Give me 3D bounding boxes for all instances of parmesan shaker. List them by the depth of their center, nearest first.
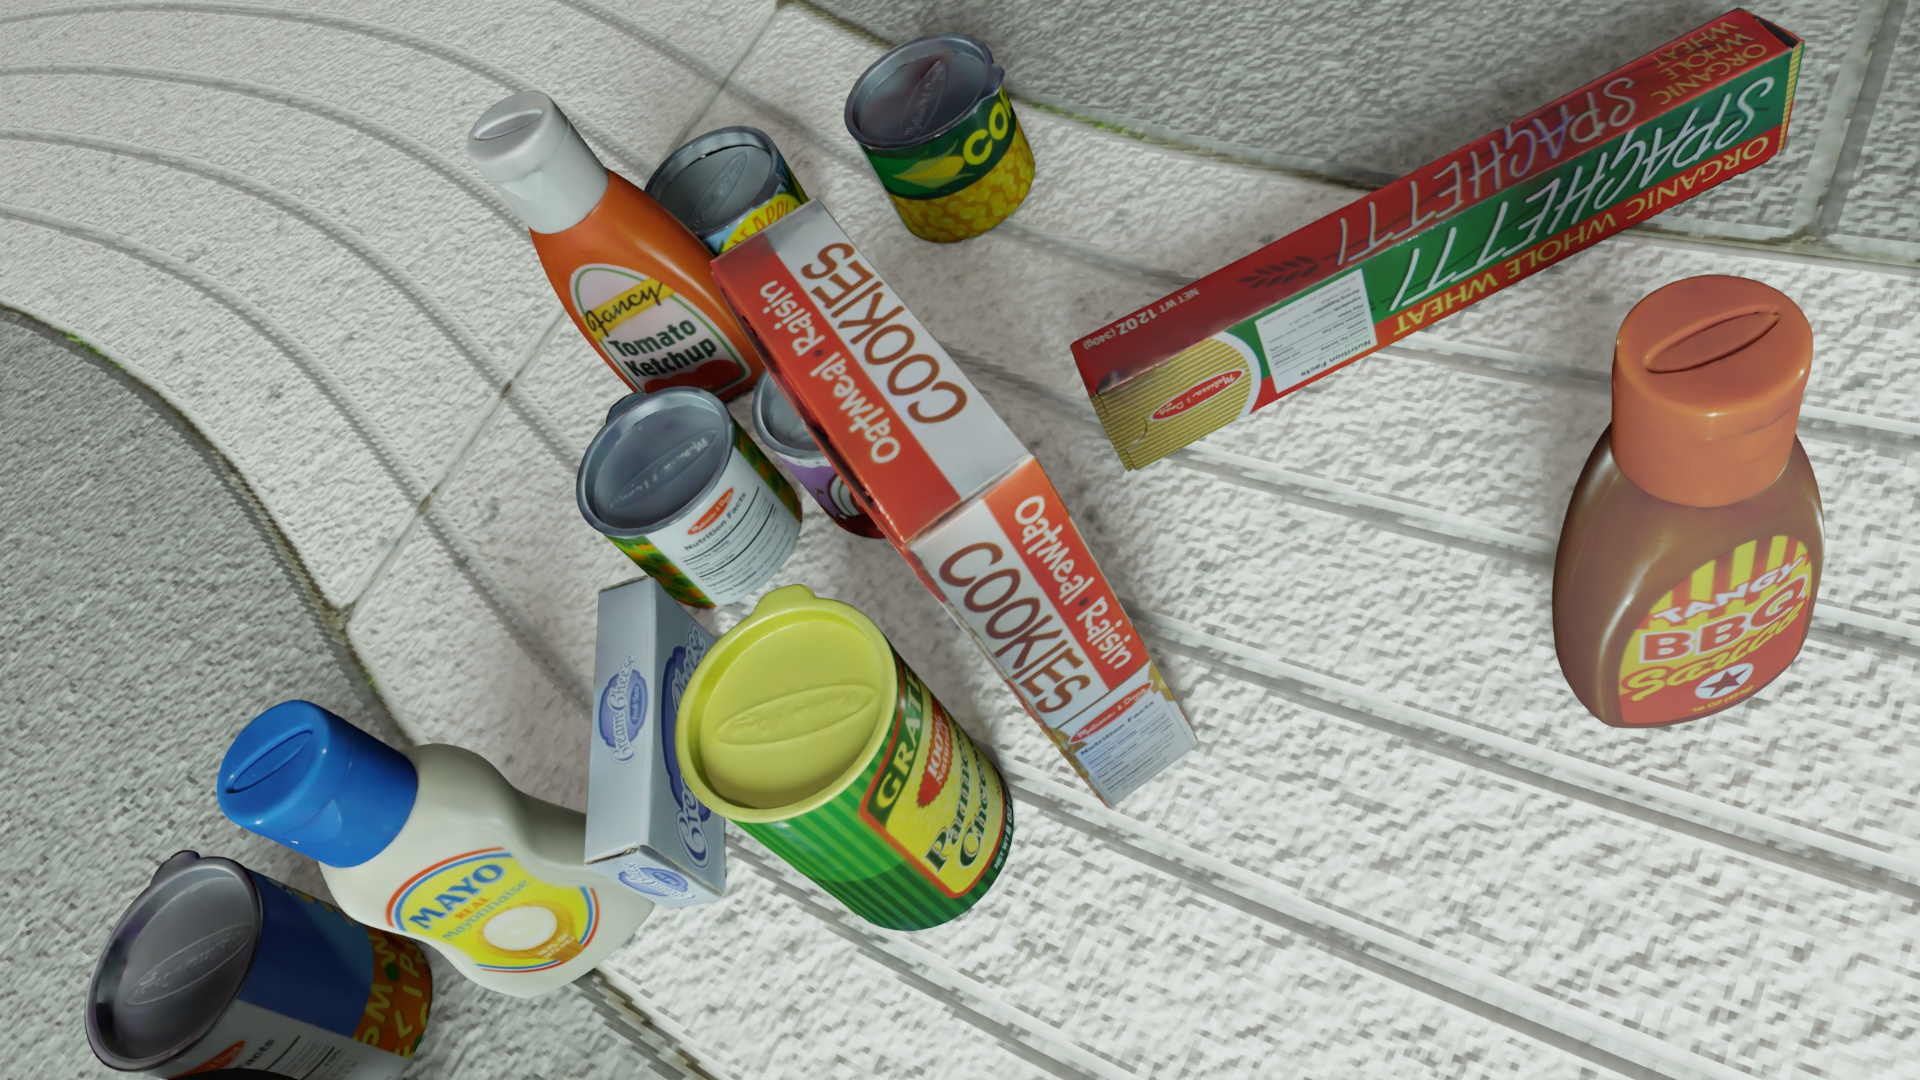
[{"bbox_3d":[-0.030,0.068,0.416,0.071,0.102,0.071,-12,55,17],"label":"parmesan shaker"}]

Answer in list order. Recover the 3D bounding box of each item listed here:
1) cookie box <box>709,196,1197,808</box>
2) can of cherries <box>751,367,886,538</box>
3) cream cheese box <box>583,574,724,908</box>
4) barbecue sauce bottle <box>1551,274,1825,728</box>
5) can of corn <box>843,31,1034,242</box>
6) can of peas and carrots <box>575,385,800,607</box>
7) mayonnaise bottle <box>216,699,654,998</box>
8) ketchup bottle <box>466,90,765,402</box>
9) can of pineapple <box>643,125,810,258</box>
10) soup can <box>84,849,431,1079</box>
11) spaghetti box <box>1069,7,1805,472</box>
[{"bbox_3d":[0.001,-0.005,0.409,0.040,0.167,0.123,-36,52,-1],"label":"cookie box"},{"bbox_3d":[-0.034,-0.041,0.517,0.071,0.058,0.072,-11,55,17],"label":"can of cherries"},{"bbox_3d":[-0.104,0.069,0.479,0.024,0.053,0.104,-17,54,14],"label":"cream cheese box"},{"bbox_3d":[0.179,-0.004,0.341,0.065,0.148,0.044,-24,53,8],"label":"barbecue sauce bottle"},{"bbox_3d":[-0.005,-0.170,0.589,0.071,0.058,0.071,-11,55,17],"label":"can of corn"},{"bbox_3d":[-0.104,-0.017,0.532,0.071,0.058,0.071,-11,55,17],"label":"can of peas and carrots"},{"bbox_3d":[-0.158,0.096,0.426,0.065,0.147,0.041,-35,52,0],"label":"mayonnaise bottle"},{"bbox_3d":[-0.134,-0.111,0.550,0.064,0.148,0.044,-14,55,15],"label":"ketchup bottle"},{"bbox_3d":[-0.096,-0.136,0.607,0.071,0.057,0.071,-11,55,17],"label":"can of pineapple"},{"bbox_3d":[-0.231,0.149,0.465,0.071,0.083,0.072,-12,55,17],"label":"soup can"},{"bbox_3d":[0.159,-0.099,0.475,0.250,0.050,0.029,-26,52,6],"label":"spaghetti box"}]
